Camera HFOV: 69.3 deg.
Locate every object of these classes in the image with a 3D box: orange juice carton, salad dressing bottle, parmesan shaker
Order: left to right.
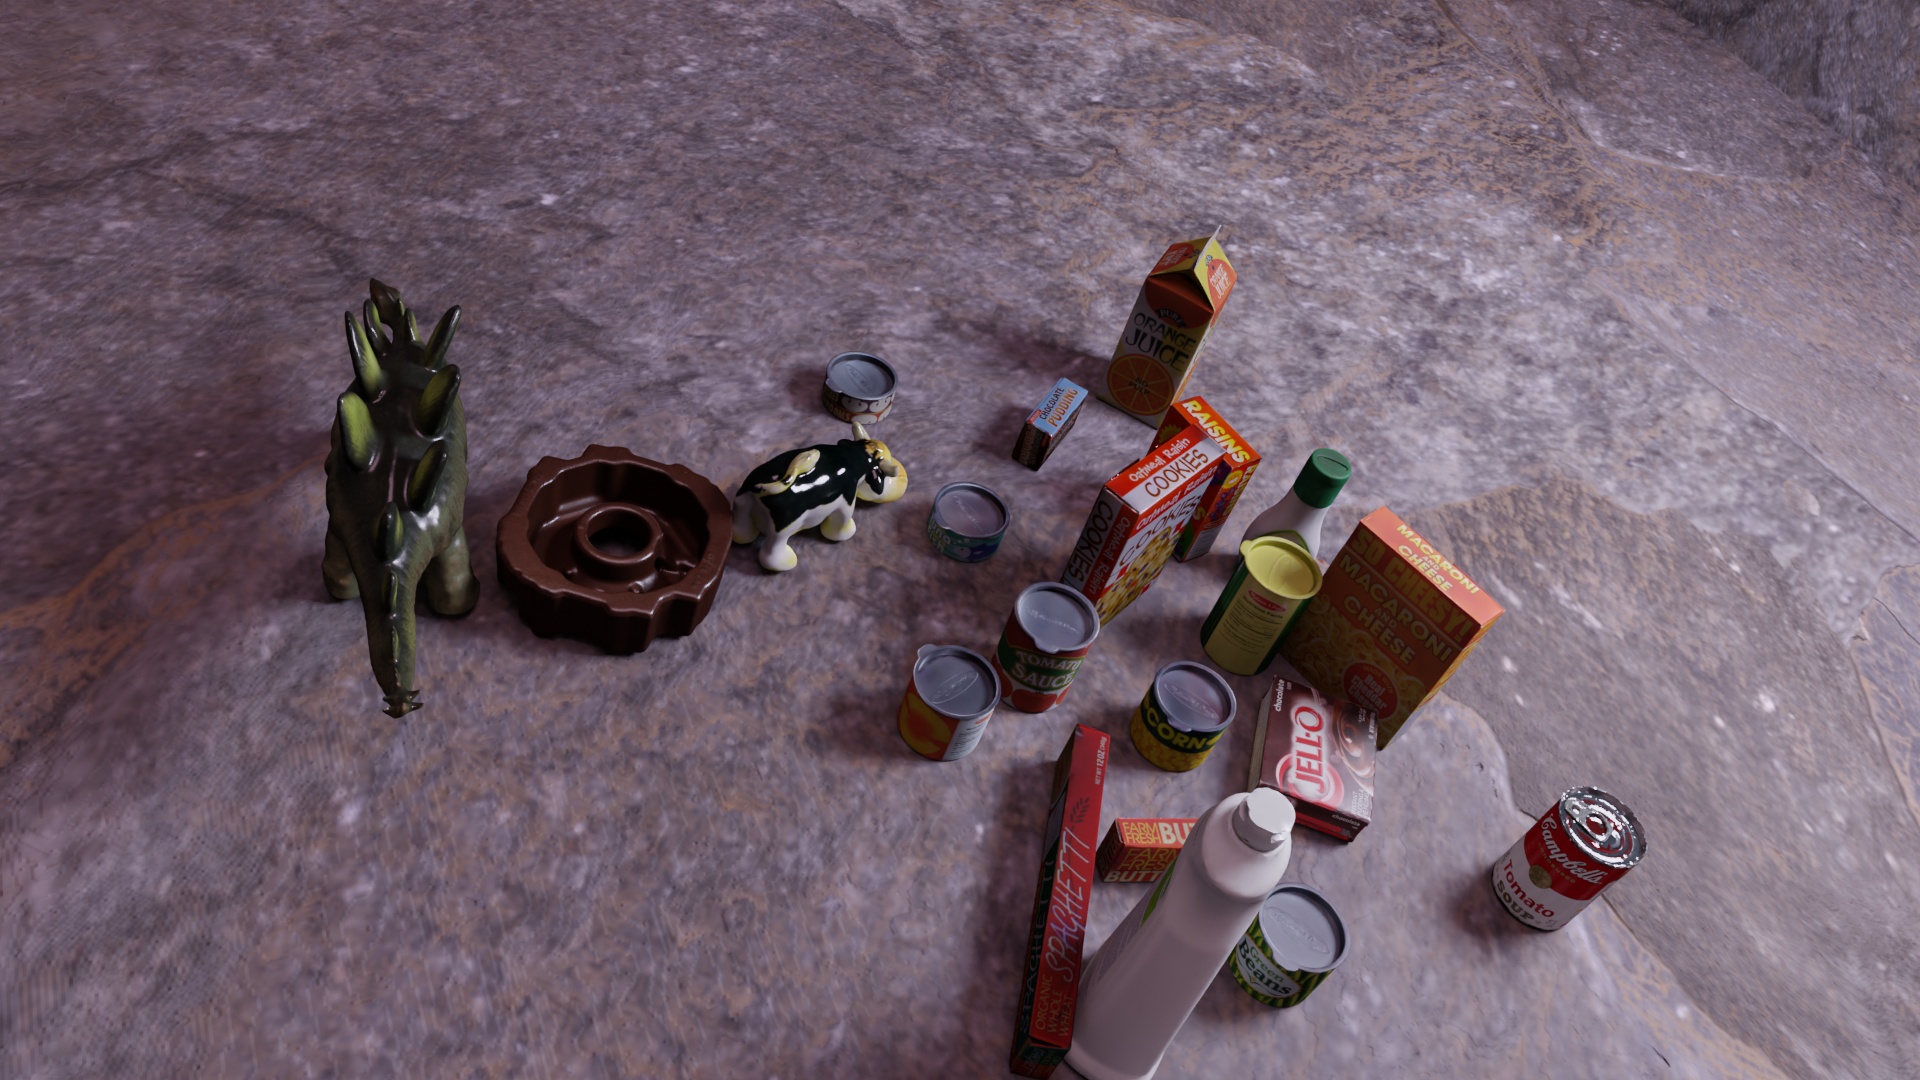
[{"bbox_3d":[0.201,-0.207,1.315,0.073,0.191,0.072,29,45,9],"label":"orange juice carton"},{"bbox_3d":[0.244,0.054,1.147,0.071,0.102,0.072,10,46,-10],"label":"parmesan shaker"},{"bbox_3d":[0.288,-0.016,1.197,0.064,0.146,0.044,22,45,2],"label":"salad dressing bottle"}]

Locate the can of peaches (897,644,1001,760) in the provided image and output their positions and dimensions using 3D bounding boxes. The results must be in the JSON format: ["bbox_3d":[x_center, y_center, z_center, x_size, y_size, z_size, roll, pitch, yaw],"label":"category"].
[{"bbox_3d":[-0.011,0.119,1.028,0.071,0.057,0.071,10,46,-10],"label":"can of peaches"}]

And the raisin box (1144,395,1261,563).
[{"bbox_3d":[0.202,-0.053,1.219,0.040,0.122,0.086,-18,56,-32],"label":"raisin box"}]

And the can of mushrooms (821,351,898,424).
[{"bbox_3d":[-0.094,-0.138,1.261,0.071,0.033,0.071,10,46,-10],"label":"can of mushrooms"}]

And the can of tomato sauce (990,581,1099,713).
[{"bbox_3d":[0.063,0.085,1.069,0.071,0.082,0.071,10,46,-10],"label":"can of tomato sauce"}]

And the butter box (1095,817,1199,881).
[{"bbox_3d":[0.152,0.221,0.991,0.103,0.052,0.024,4,47,-16],"label":"butter box"}]

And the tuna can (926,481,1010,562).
[{"bbox_3d":[0.004,-0.015,1.178,0.071,0.032,0.071,10,46,-10],"label":"tuna can"}]

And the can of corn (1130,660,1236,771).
[{"bbox_3d":[0.170,0.138,1.073,0.071,0.058,0.071,10,46,-10],"label":"can of corn"}]

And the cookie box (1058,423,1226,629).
[{"bbox_3d":[0.137,-0.003,1.118,0.040,0.166,0.123,40,48,19],"label":"cookie box"}]

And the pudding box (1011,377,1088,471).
[{"bbox_3d":[0.083,-0.108,1.282,0.030,0.049,0.084,30,46,10],"label":"pudding box"}]

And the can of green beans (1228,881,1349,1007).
[{"bbox_3d":[0.225,0.279,0.958,0.071,0.057,0.071,10,46,-10],"label":"can of green beans"}]

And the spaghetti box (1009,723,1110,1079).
[{"bbox_3d":[0.070,0.239,0.948,0.029,0.049,0.251,17,45,-3],"label":"spaghetti box"}]

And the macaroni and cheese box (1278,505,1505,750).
[{"bbox_3d":[0.341,0.071,1.118,0.040,0.165,0.124,-25,60,-36],"label":"macaroni and cheese box"}]
